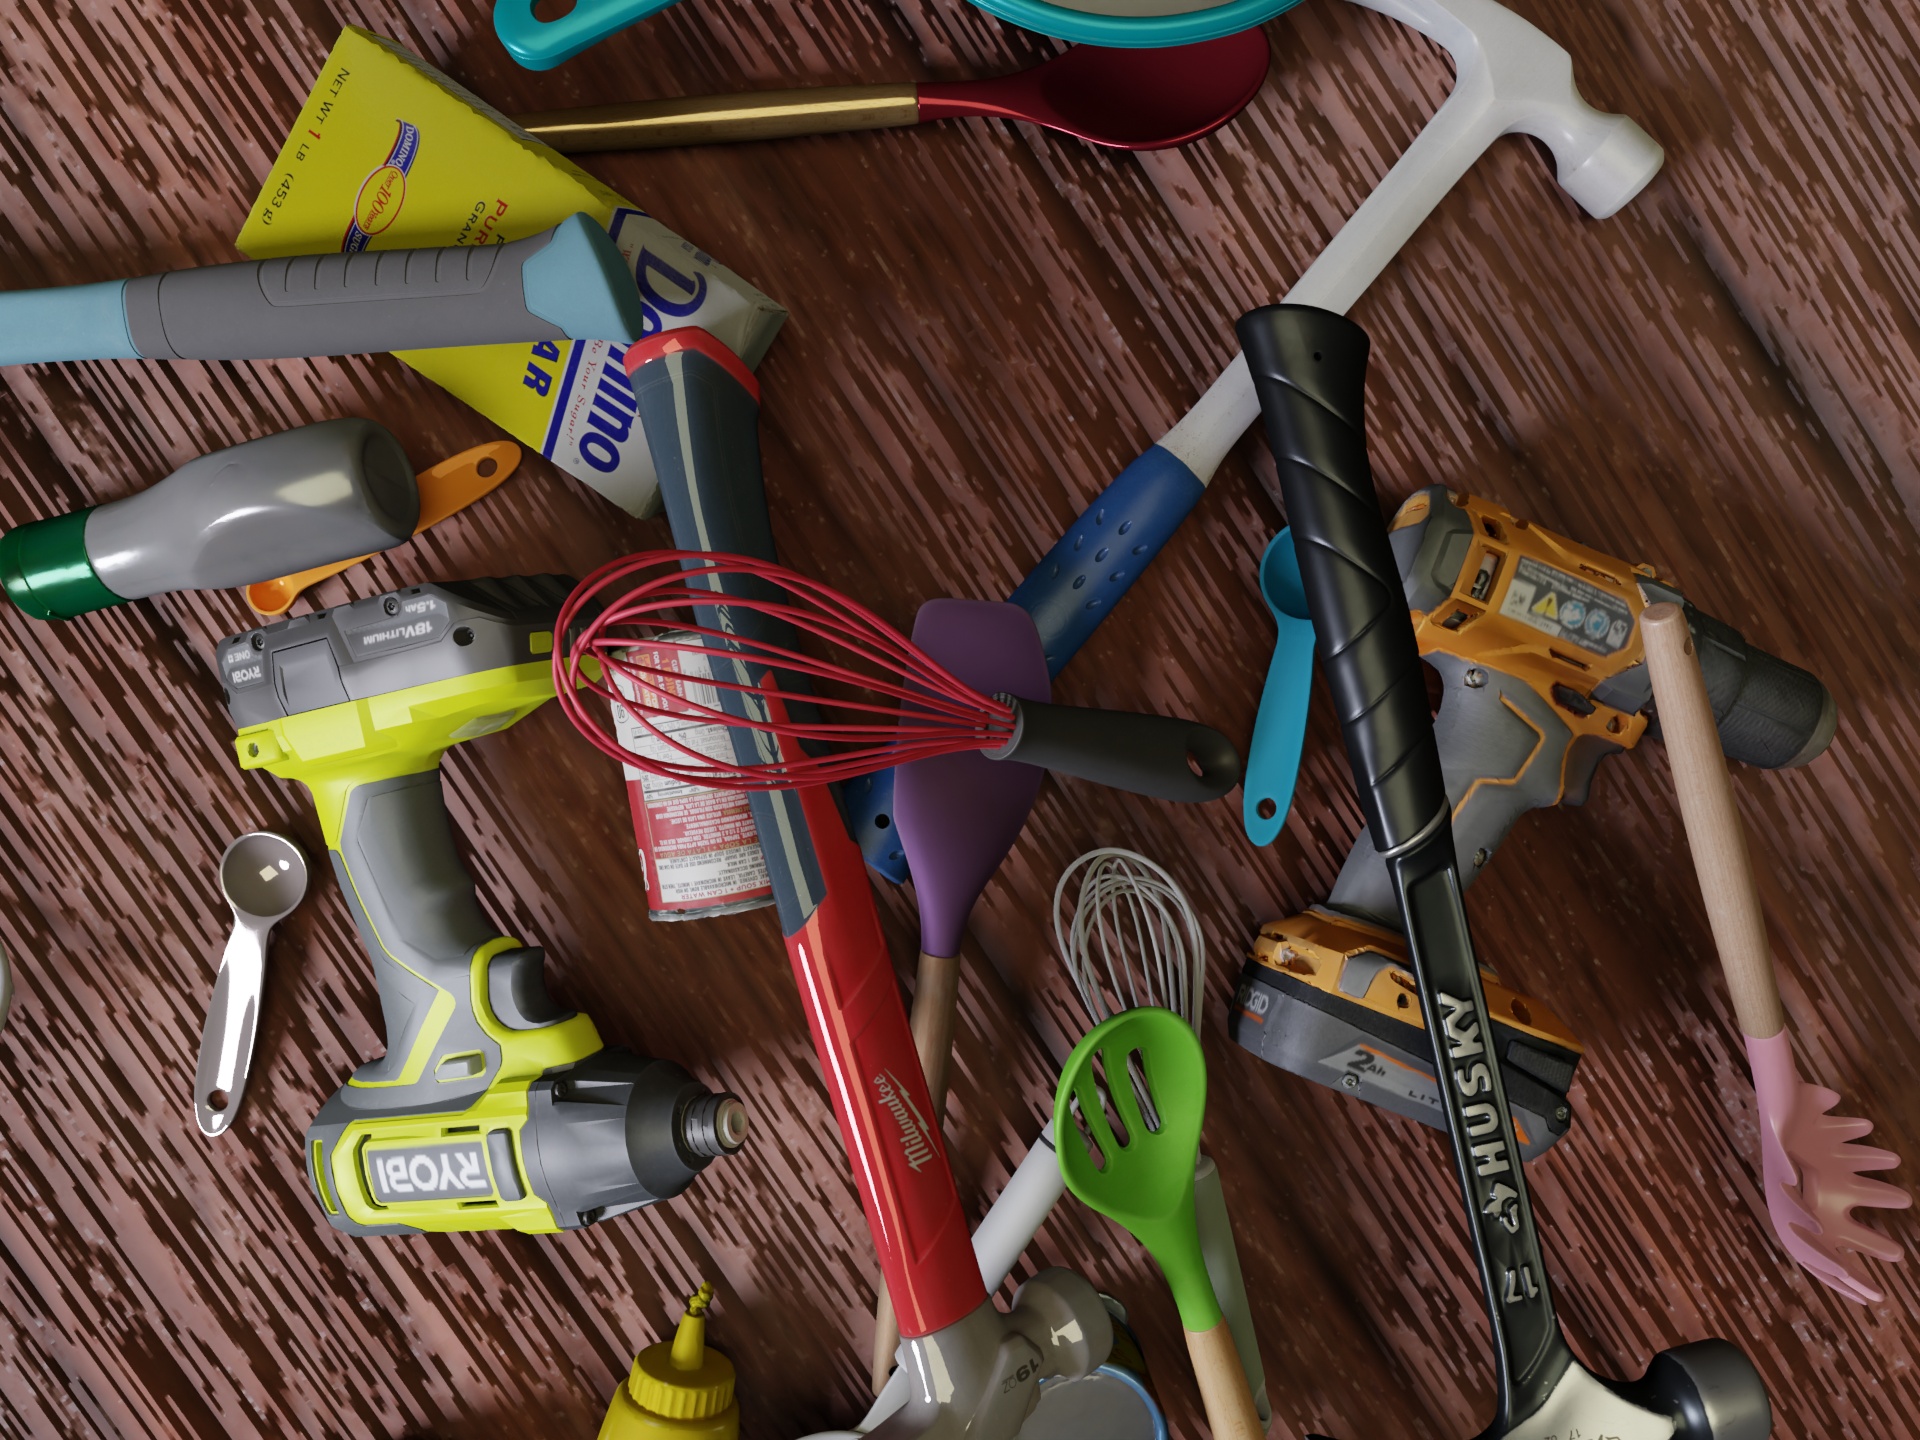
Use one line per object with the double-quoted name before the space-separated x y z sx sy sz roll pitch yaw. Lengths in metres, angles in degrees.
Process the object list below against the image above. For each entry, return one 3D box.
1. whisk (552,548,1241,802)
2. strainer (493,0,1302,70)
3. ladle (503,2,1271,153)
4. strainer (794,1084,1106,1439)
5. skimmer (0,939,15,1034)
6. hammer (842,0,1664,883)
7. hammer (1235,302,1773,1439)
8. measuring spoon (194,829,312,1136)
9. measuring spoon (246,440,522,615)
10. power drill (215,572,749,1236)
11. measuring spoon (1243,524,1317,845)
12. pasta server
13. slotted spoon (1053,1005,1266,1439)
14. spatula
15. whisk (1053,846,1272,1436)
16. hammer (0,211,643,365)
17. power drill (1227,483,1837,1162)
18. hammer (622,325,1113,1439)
"whisk" -0.001 -0.002 0.529 0.295 0.073 0.073 11 92 -42
"strainer" 0.000 -0.300 0.570 0.340 0.095 0.211 -25 89 0
"ladle" -0.042 -0.231 0.601 0.315 0.031 0.069 -5 63 0
"strainer" -0.019 0.246 0.596 0.086 0.050 0.258 35 87 -24
"skimmer" -0.427 -0.031 0.557 0.127 0.090 0.363 -9 89 -41
"hammer" 0.086 -0.110 0.609 0.144 0.035 0.405 40 90 -4
"hammer" 0.152 0.057 0.538 0.149 0.036 0.409 -12 85 -8
"measuring spoon" -0.273 0.100 0.610 0.034 0.018 0.124 16 98 2
"measuring spoon" -0.218 -0.074 0.608 0.117 0.011 0.021 -32 79 -5
"power drill" -0.167 0.067 0.559 0.171 0.080 0.223 -11 93 24
"measuring spoon" 0.131 -0.014 0.618 0.042 0.021 0.128 11 91 33
"pasta server" 0.294 0.092 0.576 0.060 0.040 0.316 -43 120 -30
"slotted spoon" 0.096 0.247 0.595 0.070 0.031 0.313 -25 104 -28
"spatula" -0.008 0.111 0.600 0.059 0.018 0.316 4 101 -19
"whisk" 0.084 0.167 0.618 0.059 0.058 0.246 -10 97 32
"hammer" -0.274 -0.143 0.557 0.331 0.033 0.128 -2 102 8
"power drill" 0.218 0.045 0.603 0.185 0.084 0.226 22 86 -6
"hammer" -0.058 0.060 0.528 0.143 0.038 0.386 -16 90 -39
